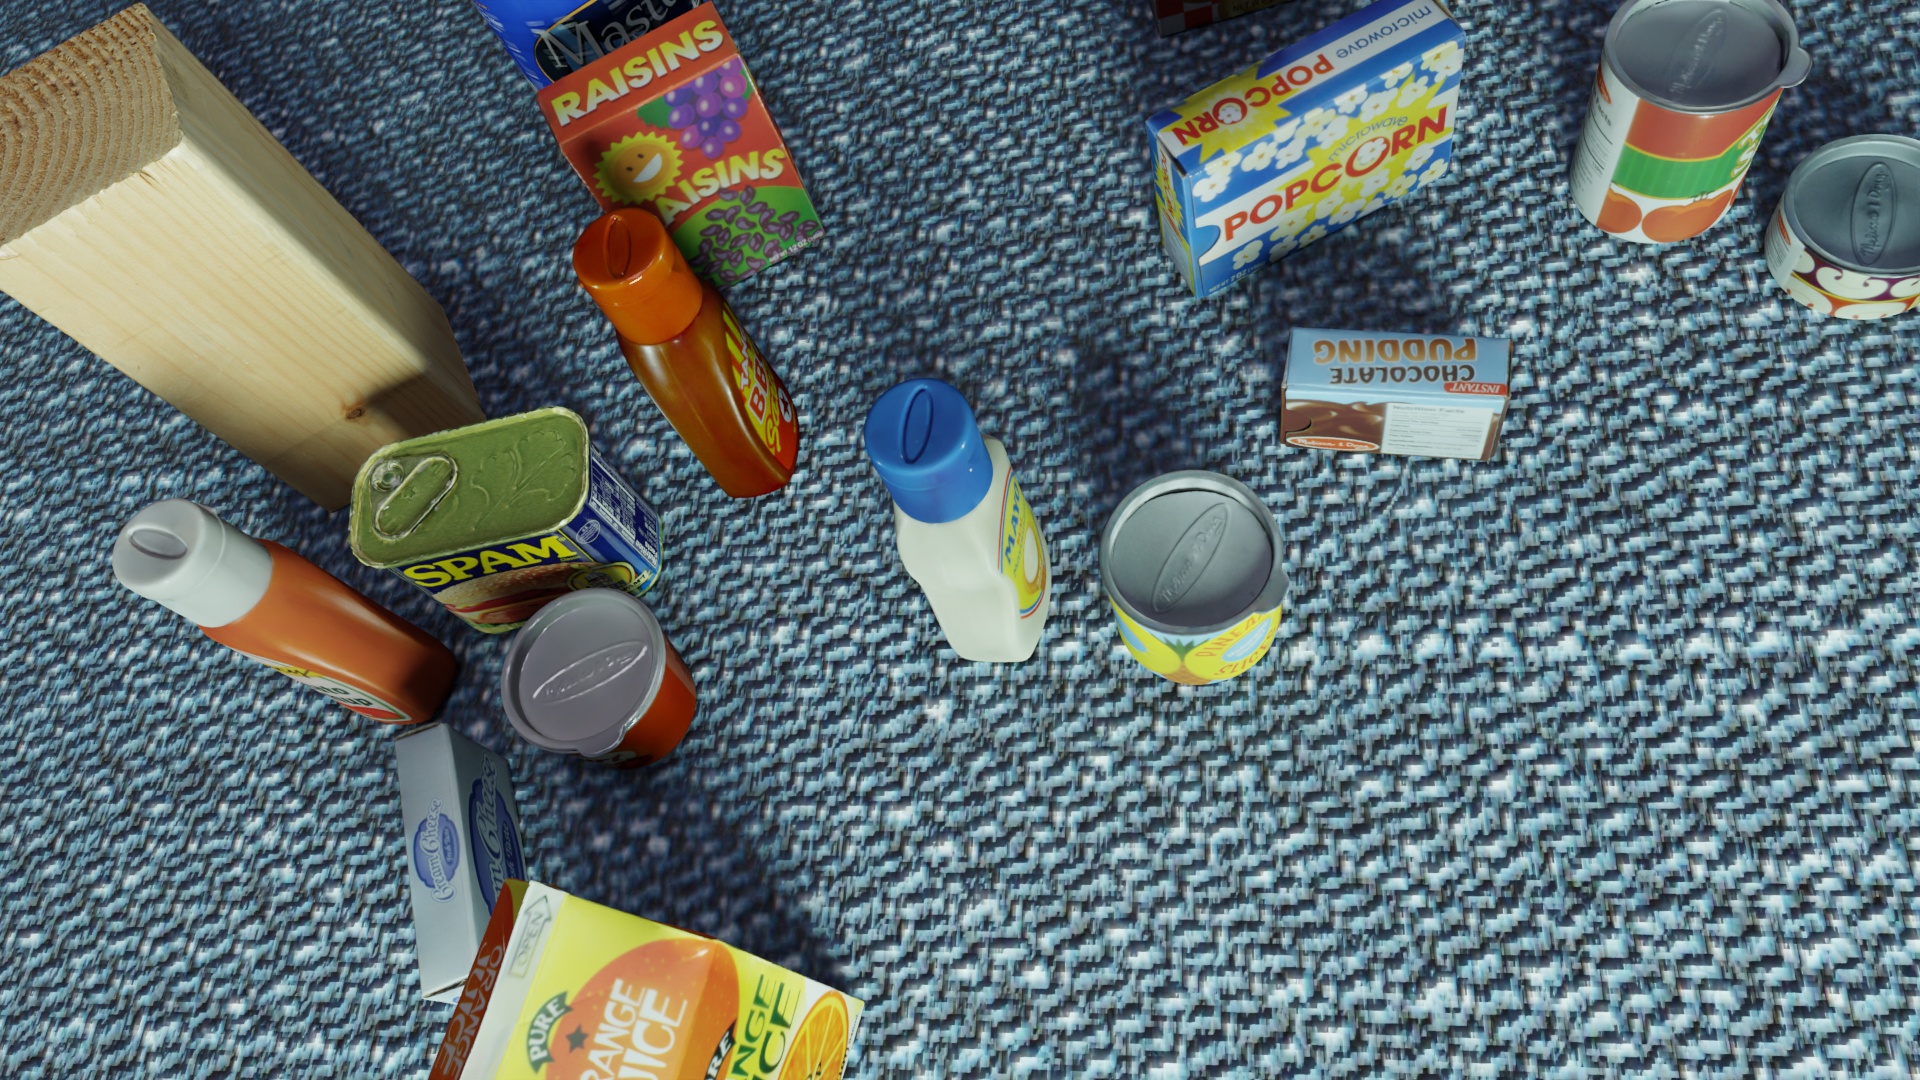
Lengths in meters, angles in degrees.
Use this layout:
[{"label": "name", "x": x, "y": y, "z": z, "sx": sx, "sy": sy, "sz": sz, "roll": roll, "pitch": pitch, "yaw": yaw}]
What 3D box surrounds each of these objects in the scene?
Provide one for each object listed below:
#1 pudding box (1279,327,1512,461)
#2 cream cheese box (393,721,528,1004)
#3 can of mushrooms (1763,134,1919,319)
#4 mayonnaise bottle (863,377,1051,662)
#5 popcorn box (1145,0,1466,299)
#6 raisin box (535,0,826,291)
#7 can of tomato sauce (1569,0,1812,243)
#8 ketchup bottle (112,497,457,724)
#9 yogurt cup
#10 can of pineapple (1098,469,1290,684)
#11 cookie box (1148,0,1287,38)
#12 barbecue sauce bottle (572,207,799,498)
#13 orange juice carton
[{"label": "pudding box", "x": 0.169, "y": -0.057, "z": 0.545, "sx": 0.084, "sy": 0.049, "sz": 0.030, "roll": 5, "pitch": 67, "yaw": 15}, {"label": "cream cheese box", "x": -0.191, "y": 0.127, "z": 0.540, "sx": 0.024, "sy": 0.053, "sz": 0.104, "roll": -21, "pitch": 62, "yaw": 3}, {"label": "can of mushrooms", "x": 0.356, "y": -0.121, "z": 0.541, "sx": 0.071, "sy": 0.033, "sz": 0.071, "roll": -5, "pitch": 64, "yaw": 11}, {"label": "mayonnaise bottle", "x": 0.002, "y": -0.006, "z": 0.505, "sx": 0.041, "sy": 0.147, "sz": 0.065, "roll": 2, "pitch": 66, "yaw": 14}, {"label": "popcorn box", "x": 0.144, "y": -0.165, "z": 0.582, "sx": 0.127, "sy": 0.085, "sz": 0.038, "roll": -27, "pitch": 62, "yaw": 0}, {"label": "raisin box", "x": -0.121, "y": -0.168, "z": 0.624, "sx": 0.086, "sy": 0.123, "sz": 0.040, "roll": -27, "pitch": 63, "yaw": 0}, {"label": "can of tomato sauce", "x": 0.286, "y": -0.168, "z": 0.552, "sx": 0.071, "sy": 0.083, "sz": 0.071, "roll": -5, "pitch": 65, "yaw": 11}, {"label": "ketchup bottle", "x": -0.264, "y": 0.030, "z": 0.549, "sx": 0.065, "sy": 0.148, "sz": 0.044, "roll": 15, "pitch": 70, "yaw": 19}, {"label": "yogurt cup", "x": -0.142, "y": 0.059, "z": 0.560, "sx": 0.072, "sy": 0.053, "sz": 0.072, "roll": -5, "pitch": 64, "yaw": 11}, {"label": "can of pineapple", "x": 0.089, "y": 0.016, "z": 0.524, "sx": 0.071, "sy": 0.057, "sz": 0.071, "roll": -5, "pitch": 64, "yaw": 11}, {"label": "cookie box", "x": 0.136, "y": -0.308, "z": 0.605, "sx": 0.123, "sy": 0.167, "sz": 0.040, "roll": -14, "pitch": 63, "yaw": 7}, {"label": "barbecue sauce bottle", "x": -0.108, "y": -0.075, "z": 0.563, "sx": 0.043, "sy": 0.148, "sz": 0.065, "roll": -13, "pitch": 63, "yaw": 7}, {"label": "orange juice carton", "x": -0.097, "y": 0.157, "z": 0.426, "sx": 0.073, "sy": 0.192, "sz": 0.072, "roll": 10, "pitch": 68, "yaw": 18}]
